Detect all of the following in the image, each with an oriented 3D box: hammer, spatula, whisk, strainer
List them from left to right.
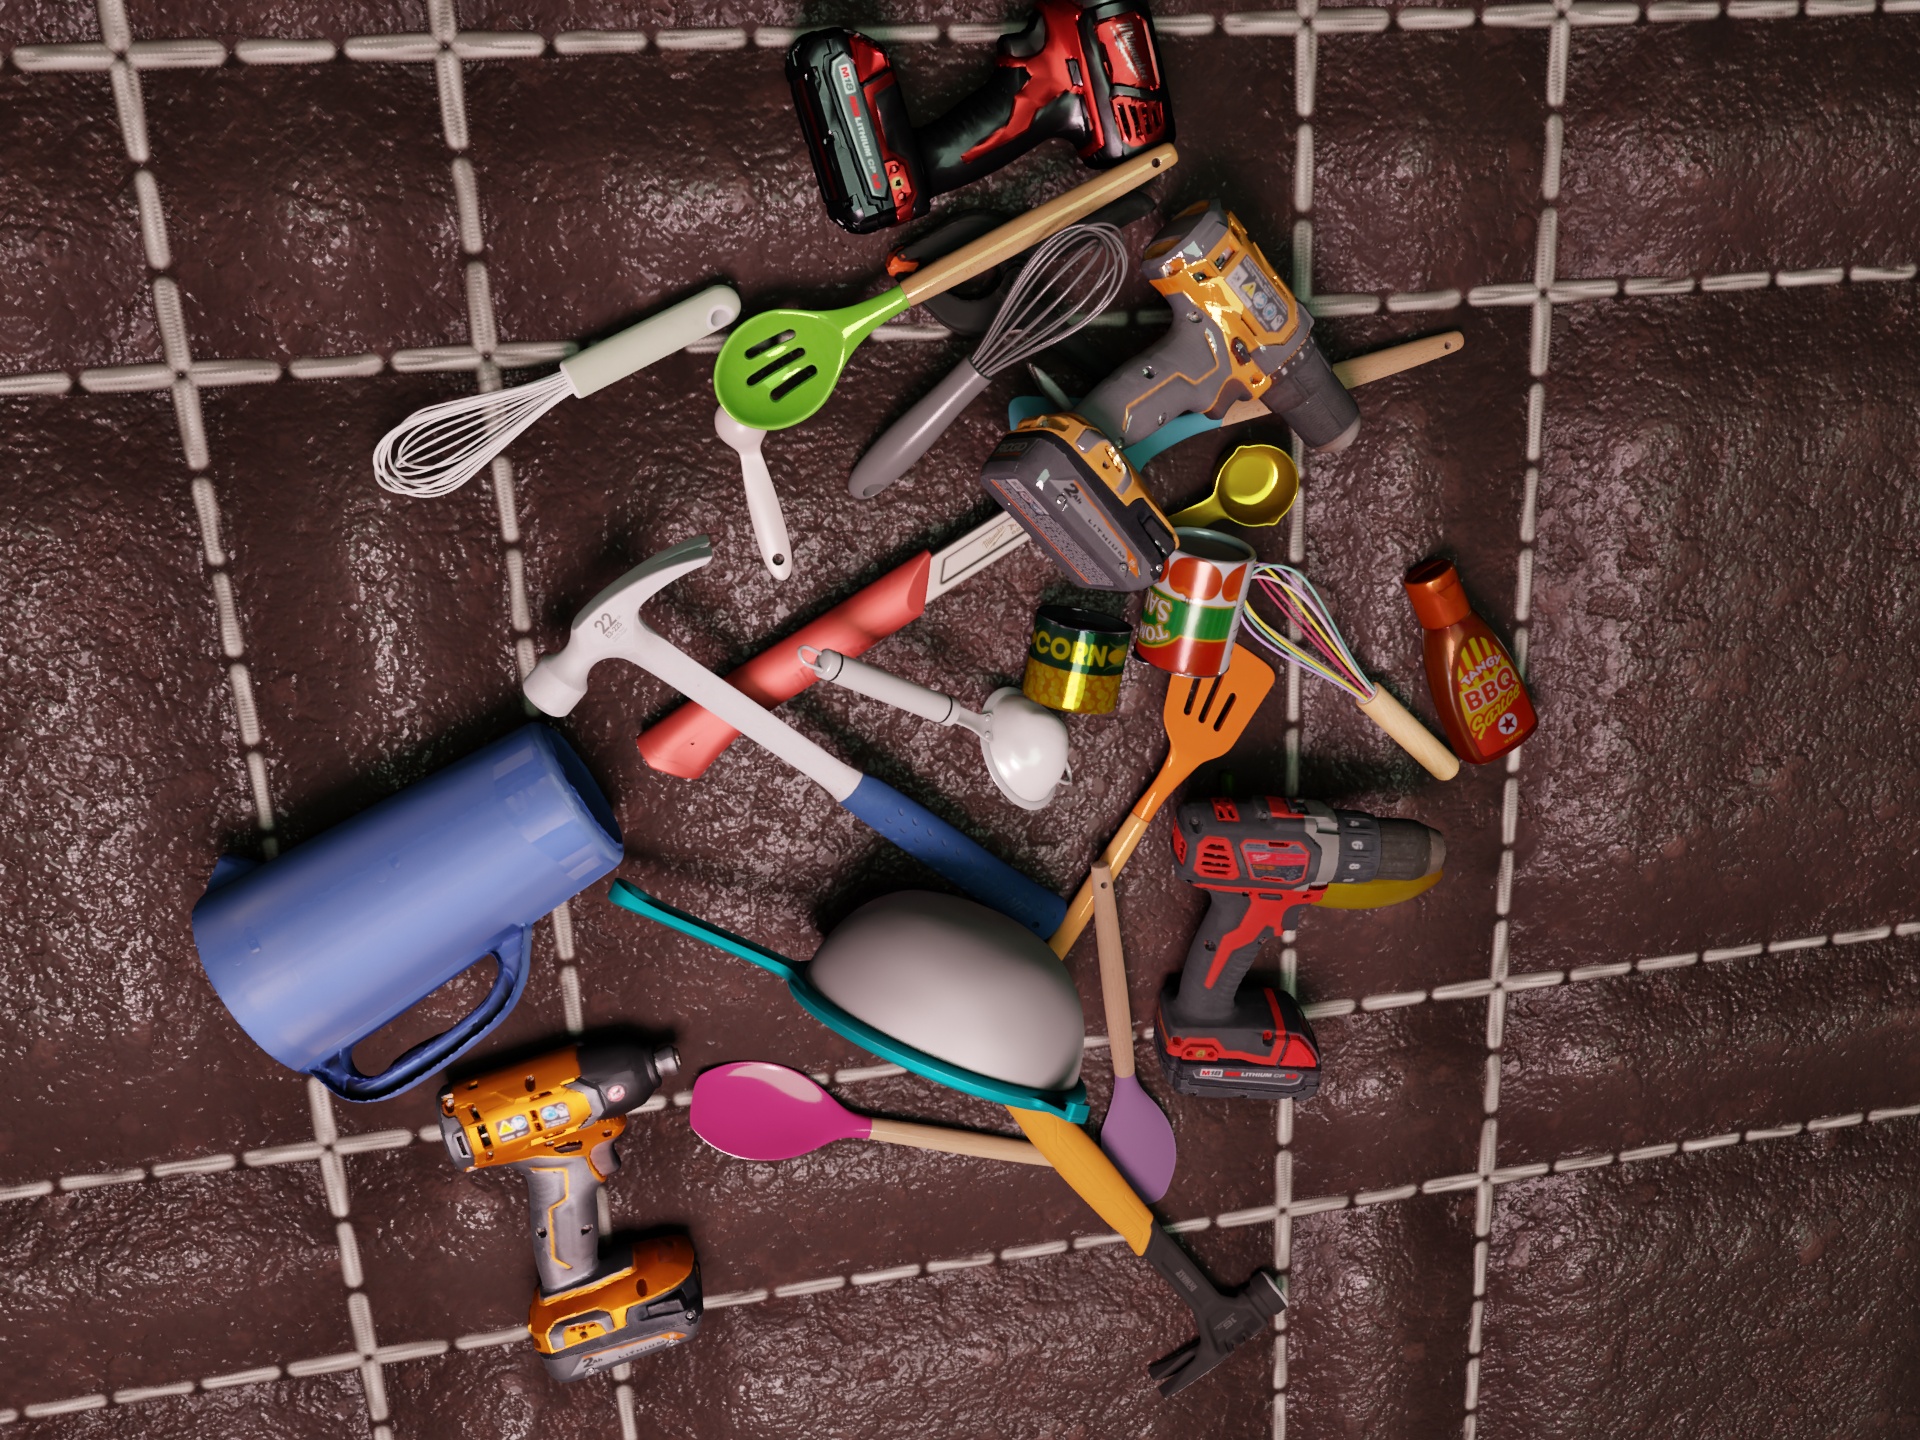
[{"bbox_3d":[-0.246,-0.205,0.972,0.246,0.059,0.057,-28,147,-6],"label":"whisk"},{"bbox_3d":[-0.076,0.034,1.046,0.405,0.035,0.144,36,106,-29],"label":"hammer"},{"bbox_3d":[-0.059,-0.079,1.039,0.359,0.037,0.149,-32,109,3],"label":"hammer"},{"bbox_3d":[-0.059,0.145,1.047,0.340,0.211,0.095,23,91,-2],"label":"strainer"},{"bbox_3d":[-0.002,-0.003,1.037,0.258,0.050,0.087,21,58,-37],"label":"strainer"},{"bbox_3d":[0.012,-0.218,0.989,0.055,0.055,0.239,40,117,-20],"label":"whisk"},{"bbox_3d":[0.123,0.385,1.218,0.127,0.034,0.336,-38,115,-1],"label":"hammer"},{"bbox_3d":[0.116,0.085,1.146,0.081,0.041,0.322,27,104,-16],"label":"spatula"},{"bbox_3d":[0.122,0.241,1.184,0.060,0.018,0.315,-13,116,-8],"label":"spatula"},{"bbox_3d":[0.191,-0.215,1.067,0.317,0.044,0.082,-18,111,-10],"label":"spatula"},{"bbox_3d":[0.278,-0.035,1.132,0.244,0.047,0.051,39,108,-24],"label":"whisk"}]

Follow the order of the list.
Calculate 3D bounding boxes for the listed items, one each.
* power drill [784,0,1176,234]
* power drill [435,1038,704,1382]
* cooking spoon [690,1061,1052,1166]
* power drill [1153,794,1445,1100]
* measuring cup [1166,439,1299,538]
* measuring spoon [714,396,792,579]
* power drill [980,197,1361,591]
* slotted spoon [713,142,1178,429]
[{"bbox_3d":[0.014,-0.384,0.952,0.219,0.079,0.143,-20,111,-8],"label":"power drill"},{"bbox_3d":[-0.253,0.333,1.118,0.164,0.084,0.226,-17,106,-8],"label":"power drill"},{"bbox_3d":[-0.044,0.306,1.178,0.318,0.017,0.069,13,67,-17],"label":"cooking spoon"},{"bbox_3d":[0.234,0.157,1.132,0.188,0.080,0.226,3,116,-4],"label":"power drill"},{"bbox_3d":[0.155,-0.141,1.086,0.156,0.029,0.062,-26,113,10],"label":"measuring cup"},{"bbox_3d":[-0.129,-0.148,1.024,0.034,0.018,0.124,-16,110,-7],"label":"measuring spoon"},{"bbox_3d":[0.142,-0.182,0.993,0.185,0.084,0.226,44,77,-23],"label":"power drill"},{"bbox_3d":[-0.010,-0.270,0.972,0.314,0.031,0.070,-27,114,7],"label":"slotted spoon"}]
